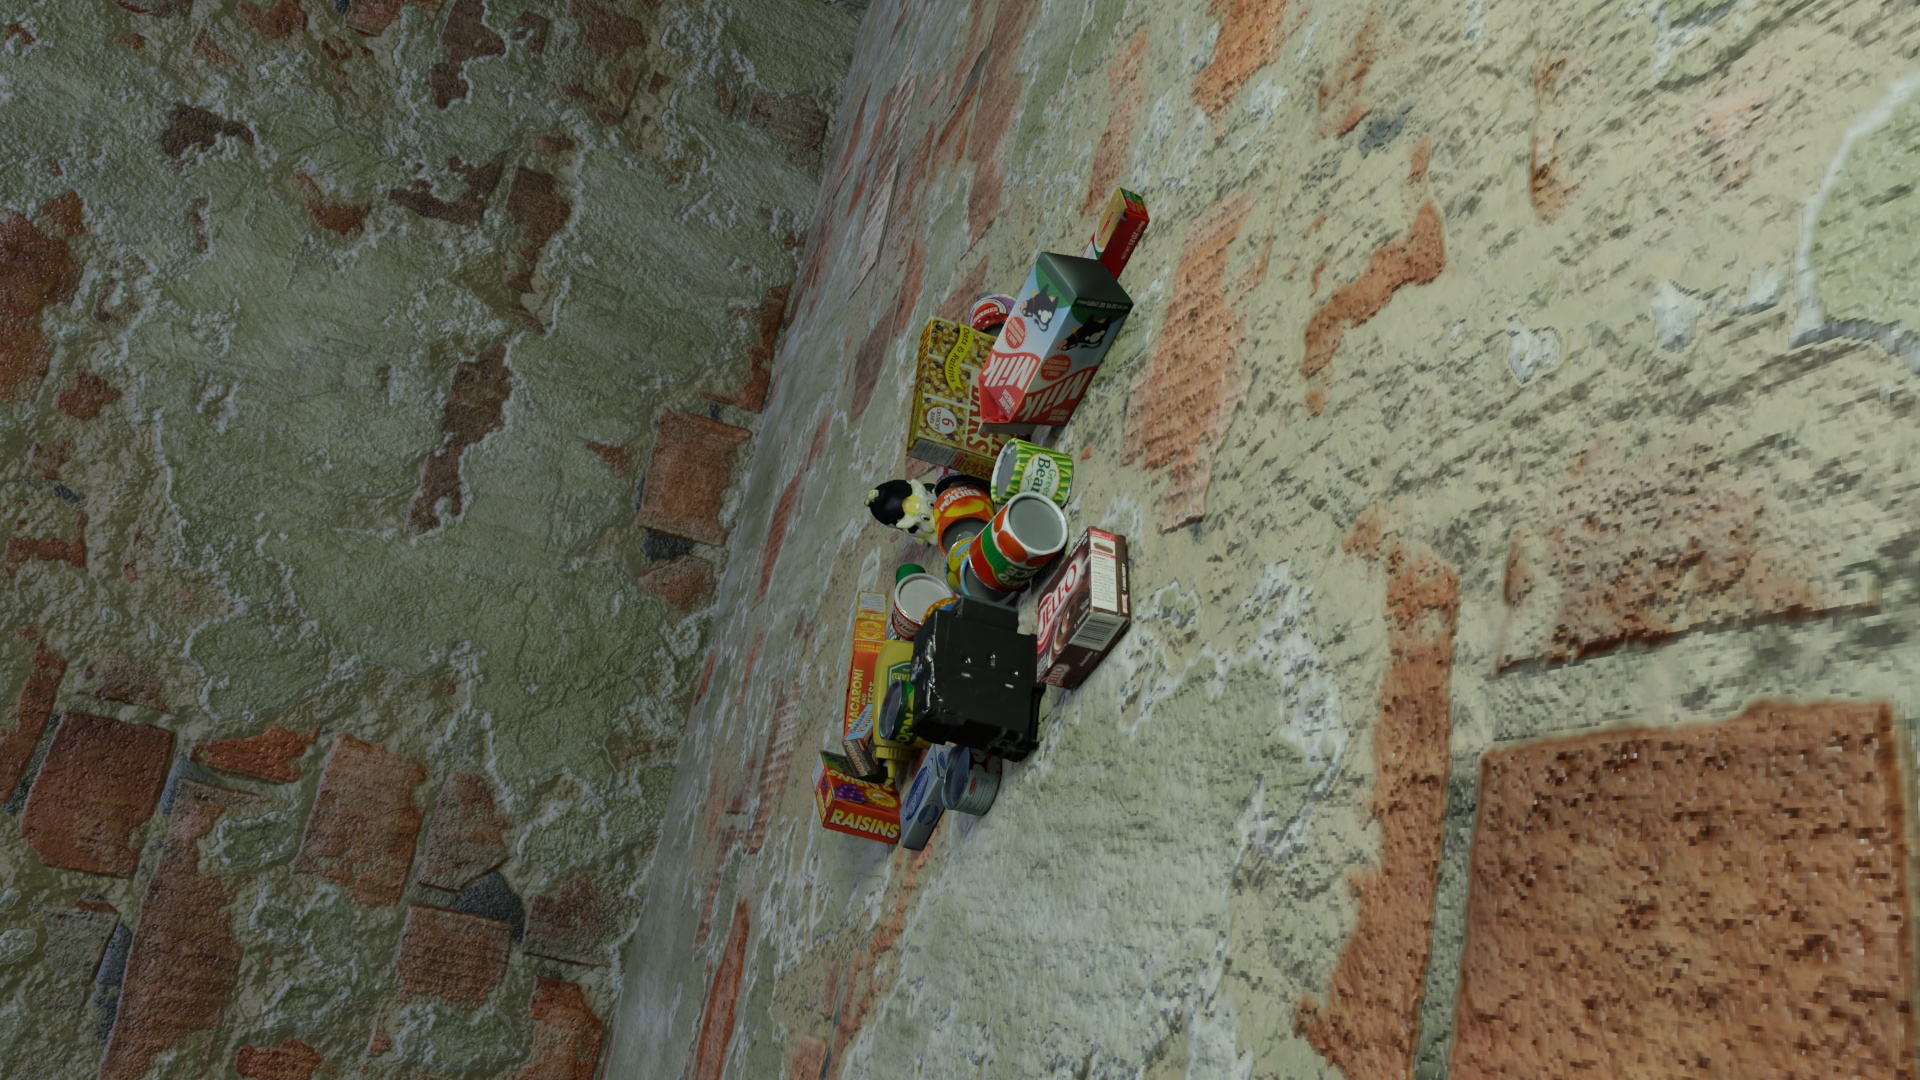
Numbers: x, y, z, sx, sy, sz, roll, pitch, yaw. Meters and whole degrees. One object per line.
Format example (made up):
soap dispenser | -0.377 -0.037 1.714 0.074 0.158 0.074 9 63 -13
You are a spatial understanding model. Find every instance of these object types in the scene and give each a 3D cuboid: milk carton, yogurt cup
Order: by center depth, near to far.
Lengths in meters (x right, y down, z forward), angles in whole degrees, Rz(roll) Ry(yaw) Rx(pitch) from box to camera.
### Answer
milk carton | 0.081 -0.175 1.334 0.074 0.072 0.189 59 135 36
yogurt cup | -0.046 0.078 1.557 0.053 0.072 0.073 114 164 -51

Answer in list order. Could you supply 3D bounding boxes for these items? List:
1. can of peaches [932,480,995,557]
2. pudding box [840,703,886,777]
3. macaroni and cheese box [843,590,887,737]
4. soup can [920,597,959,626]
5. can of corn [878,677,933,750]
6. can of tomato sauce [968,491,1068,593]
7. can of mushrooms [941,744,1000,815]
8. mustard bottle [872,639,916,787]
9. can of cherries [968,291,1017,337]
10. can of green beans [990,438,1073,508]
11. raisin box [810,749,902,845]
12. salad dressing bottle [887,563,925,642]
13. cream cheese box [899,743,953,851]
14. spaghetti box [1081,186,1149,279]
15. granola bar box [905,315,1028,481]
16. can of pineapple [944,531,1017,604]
can of peaches | 0.005 -0.018 1.471 0.058 0.071 0.071 -99 30 -54
pudding box | -0.099 0.222 1.557 0.030 0.049 0.084 -14 17 25
macaroni and cheese box | -0.114 0.151 1.669 0.167 0.040 0.123 -94 11 -68
soup can | -0.002 0.097 1.384 0.084 0.071 0.071 -155 81 -74
can of corn | -0.048 0.186 1.468 0.071 0.058 0.071 -162 89 -73
can of tomato sauce | 0.055 0.003 1.298 0.082 0.071 0.071 131 151 -54
can of mushrooms | 0.010 0.219 1.293 0.071 0.033 0.071 -163 89 -74
mustard bottle | -0.066 0.191 1.525 0.048 0.065 0.160 155 122 -74
can of cherries | 0.041 -0.236 1.558 0.059 0.071 0.071 -94 26 -48
can of green beans | 0.068 -0.059 1.327 0.071 0.058 0.071 -163 89 -73
raisin box | -0.114 0.283 1.540 0.124 0.086 0.040 -125 55 -69
salad dressing bottle | -0.061 0.094 1.623 0.064 0.044 0.148 117 161 -47
cream cheese box | -0.033 0.260 1.410 0.053 0.024 0.103 -100 31 -56
spaghetti box | 0.116 -0.232 1.385 0.050 0.029 0.248 -95 27 -51
granola bar box | 0.013 -0.149 1.473 0.039 0.124 0.166 129 152 -52
can of pineapple | 0.022 0.029 1.372 0.058 0.071 0.071 -159 85 -73
